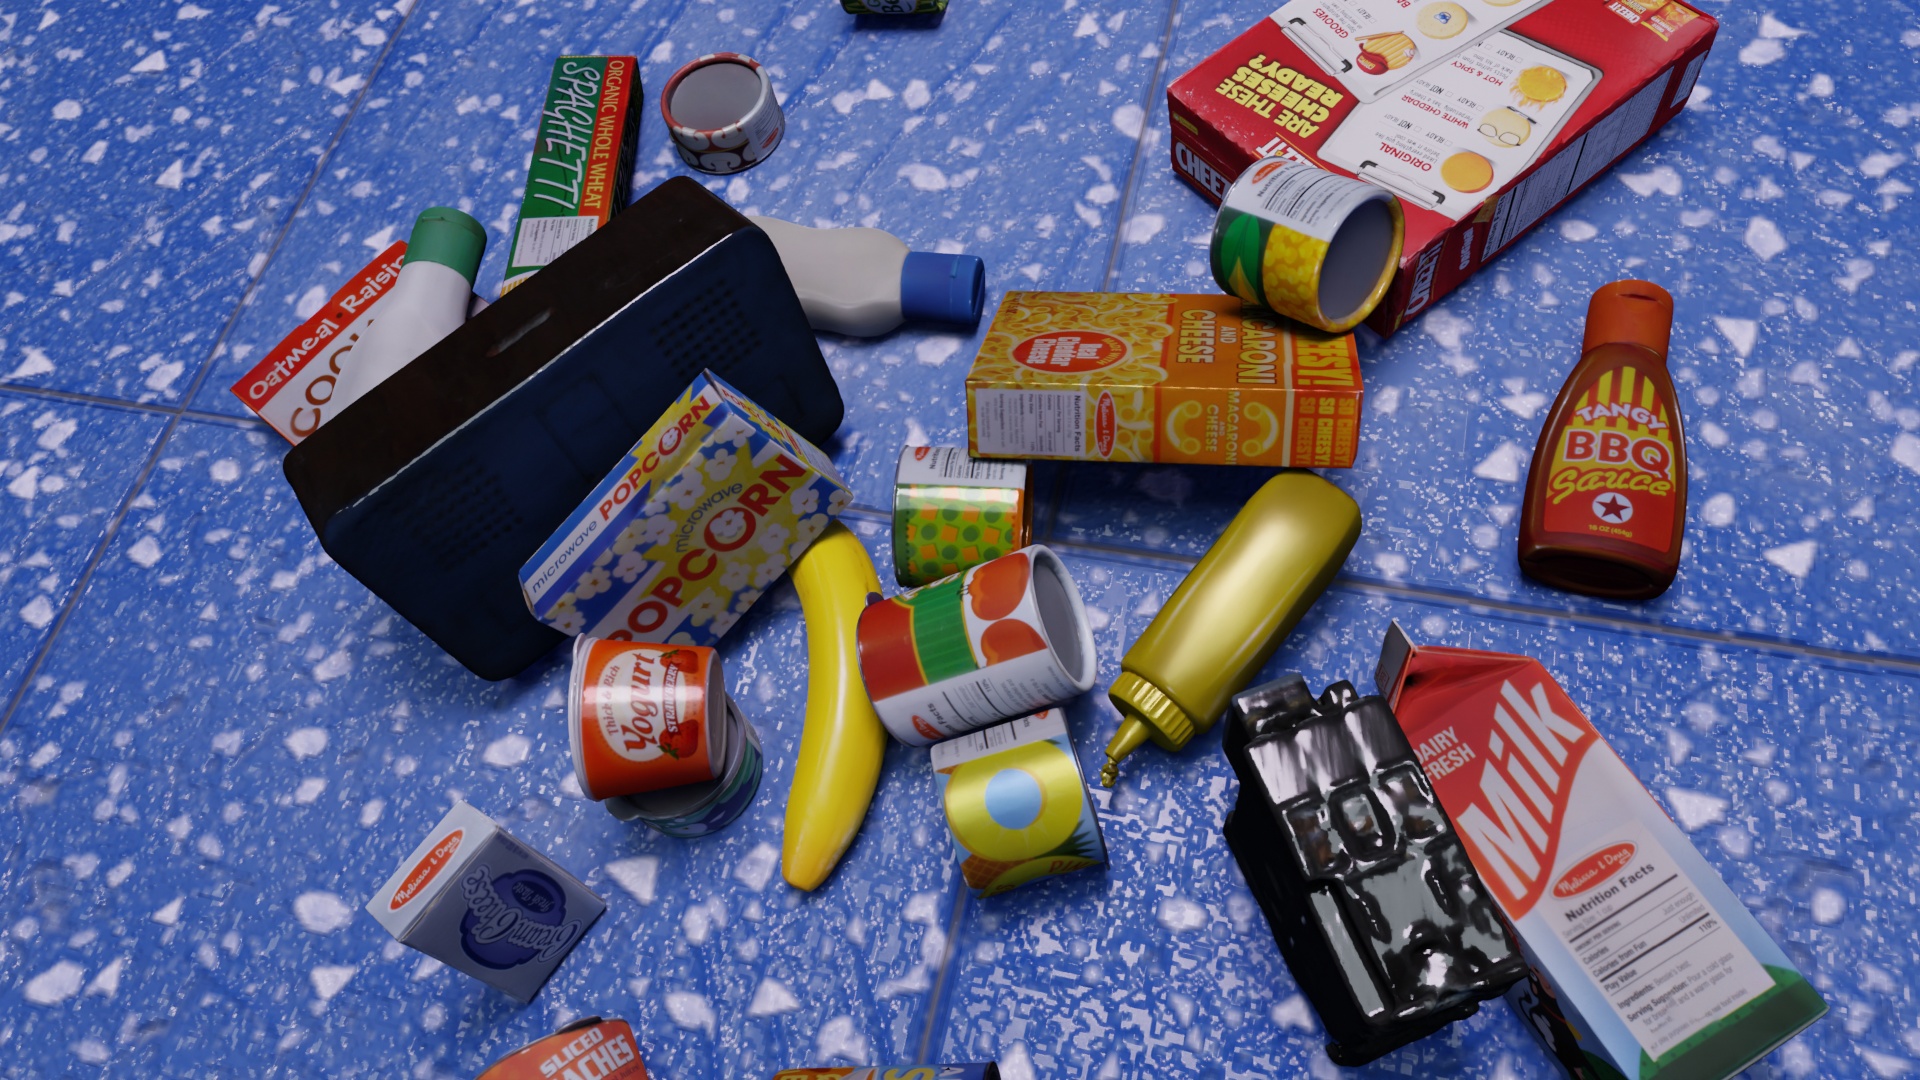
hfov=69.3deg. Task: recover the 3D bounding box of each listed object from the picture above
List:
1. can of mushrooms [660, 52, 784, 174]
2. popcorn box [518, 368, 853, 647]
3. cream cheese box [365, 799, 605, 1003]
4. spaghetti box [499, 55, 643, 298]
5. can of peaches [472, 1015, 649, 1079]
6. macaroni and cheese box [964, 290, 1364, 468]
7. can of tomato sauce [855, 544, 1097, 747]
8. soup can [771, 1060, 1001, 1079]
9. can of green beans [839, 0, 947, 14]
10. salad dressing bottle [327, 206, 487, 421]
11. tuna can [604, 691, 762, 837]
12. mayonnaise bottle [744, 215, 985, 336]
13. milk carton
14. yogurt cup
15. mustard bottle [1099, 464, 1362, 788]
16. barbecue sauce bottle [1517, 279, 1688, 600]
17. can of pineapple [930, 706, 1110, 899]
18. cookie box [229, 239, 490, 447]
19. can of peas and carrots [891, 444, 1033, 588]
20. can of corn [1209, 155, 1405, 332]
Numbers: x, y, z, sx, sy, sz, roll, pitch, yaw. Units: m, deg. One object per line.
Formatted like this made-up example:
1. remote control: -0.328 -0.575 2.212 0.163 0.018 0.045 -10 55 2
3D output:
1. can of mushrooms: -0.141 -0.249 0.808 0.071 0.033 0.071 -4 62 7
2. popcorn box: -0.122 -0.003 0.620 0.126 0.085 0.038 -46 46 7
3. cream cheese box: -0.188 0.148 0.563 0.024 0.103 0.053 30 70 27
4. spaghetti box: -0.211 -0.185 0.762 0.050 0.028 0.251 -2 52 -2
5. can of peaches: -0.149 0.226 0.534 0.071 0.071 0.058 -28 62 -6
6. macaroni and cheese box: 0.095 -0.077 0.642 0.166 0.040 0.124 3 29 10
7. can of tomato sauce: 0.007 0.043 0.594 0.083 0.071 0.071 -21 59 21
8. soup can: -0.028 0.228 0.512 0.084 0.071 0.071 -5 62 7
9. can of green beans: -0.039 -0.348 0.826 0.058 0.071 0.071 4 63 11
10. salad dressing bottle: -0.272 -0.101 0.699 0.064 0.043 0.148 -1 61 9
11. tuna can: -0.125 0.099 0.619 0.071 0.032 0.071 -4 61 7
12. mayonnaise bottle: -0.063 -0.136 0.731 0.148 0.041 0.065 7 65 12
13. milk carton: 0.219 0.117 0.531 0.073 0.072 0.191 -29 62 -6
14. yogurt cup: -0.128 0.073 0.578 0.054 0.072 0.073 -3 62 -1
15. mustard bottle: 0.108 0.040 0.596 0.049 0.065 0.160 37 77 20
16. barbecue sauce bottle: 0.293 -0.048 0.623 0.065 0.043 0.149 12 64 17
17. can of pineapple: 0.025 0.110 0.570 0.058 0.070 0.071 -17 61 1
18. cookie box: -0.284 -0.074 0.734 0.168 0.040 0.123 34 72 24
19. can of peas and carrots: 0.002 -0.008 0.638 0.059 0.070 0.071 2 63 7
20. can of corn: 0.156 -0.130 0.622 0.071 0.071 0.058 -45 49 -15
